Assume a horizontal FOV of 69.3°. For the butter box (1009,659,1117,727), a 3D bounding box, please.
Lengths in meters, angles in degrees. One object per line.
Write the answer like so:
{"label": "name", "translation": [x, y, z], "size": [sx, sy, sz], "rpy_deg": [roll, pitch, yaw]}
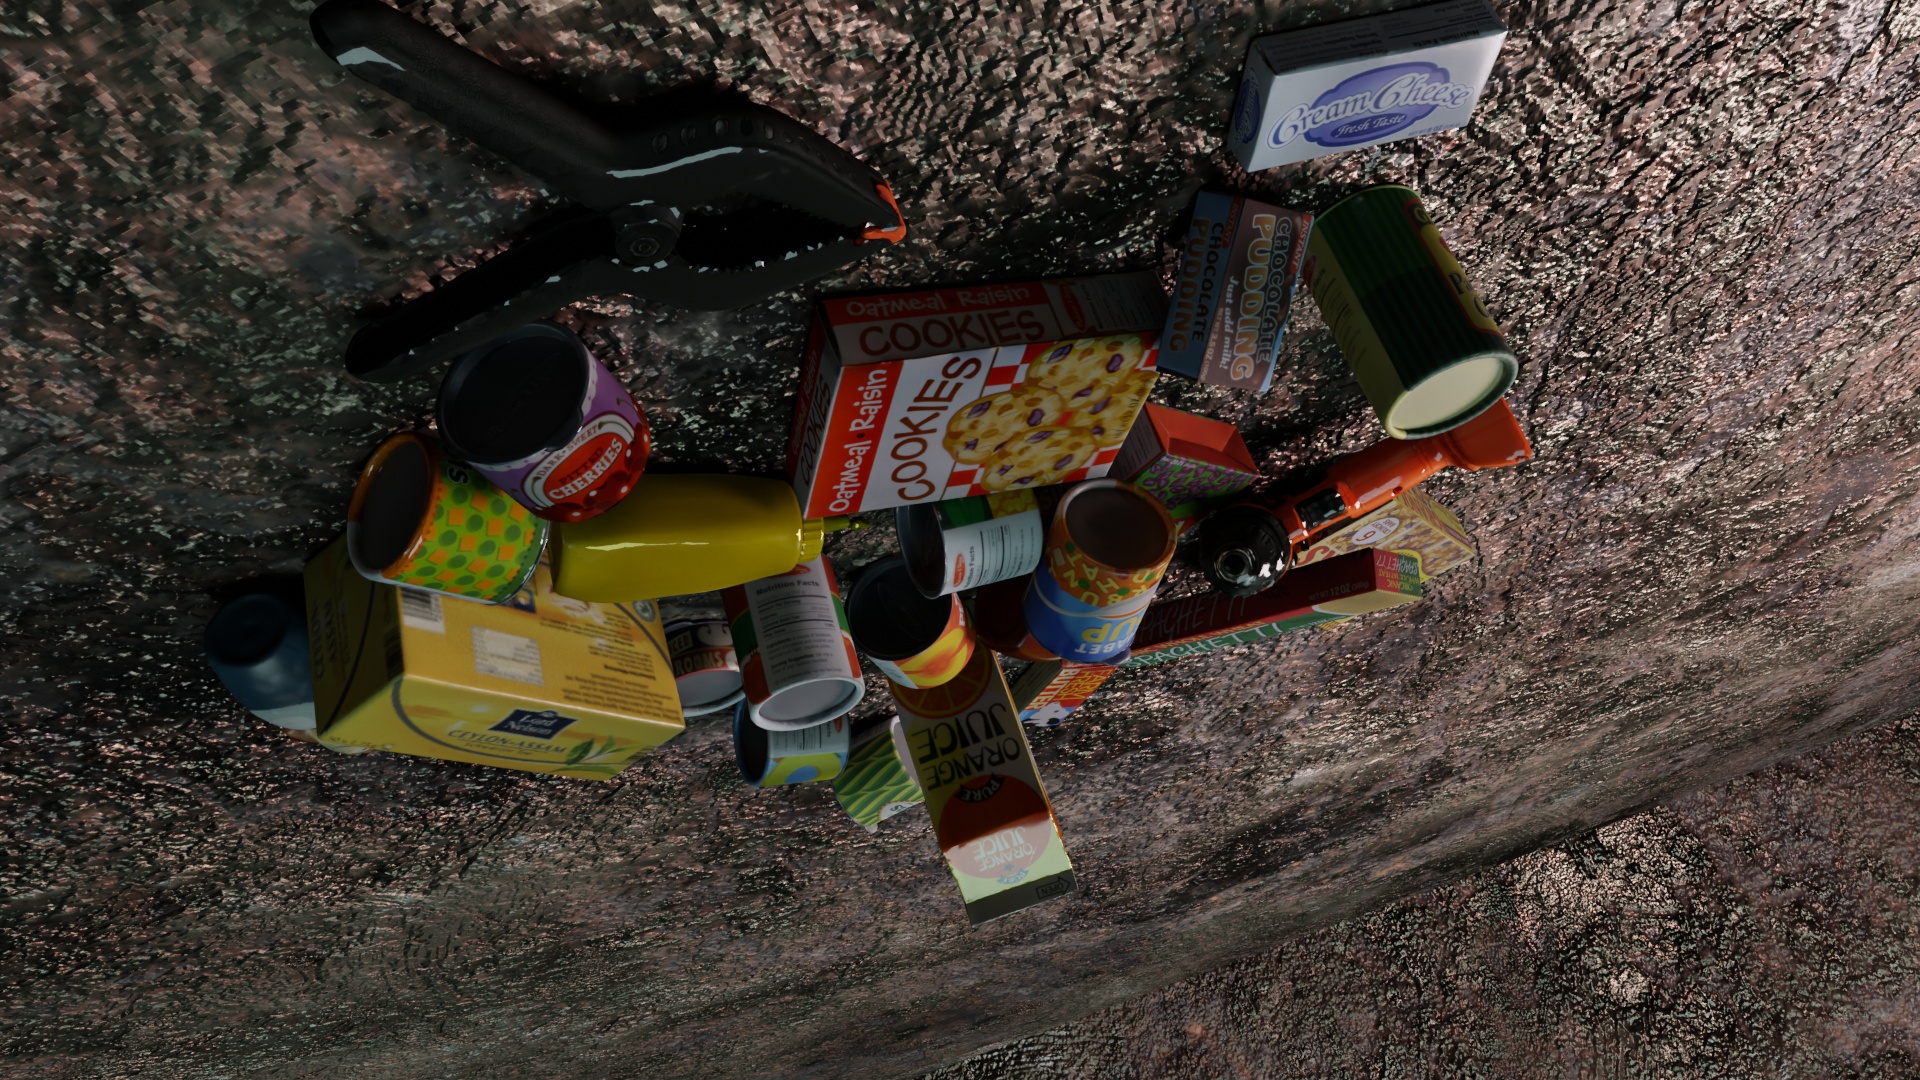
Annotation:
{"label": "butter box", "translation": [0.072, 0.109, 1.044], "size": [0.053, 0.024, 0.103], "rpy_deg": [-1, 147, -30]}

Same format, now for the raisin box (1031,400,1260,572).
{"label": "raisin box", "translation": [0.098, -0.024, 0.805], "size": [0.086, 0.040, 0.123], "rpy_deg": [8, 143, -43]}

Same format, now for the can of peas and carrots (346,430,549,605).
{"label": "can of peas and carrots", "translation": [-0.221, -0.011, 0.602], "size": [0.070, 0.071, 0.059], "rpy_deg": [-34, 148, 27]}

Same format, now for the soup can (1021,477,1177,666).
{"label": "soup can", "translation": [0.076, 0.019, 0.750], "size": [0.071, 0.071, 0.083], "rpy_deg": [-8, 144, -19]}

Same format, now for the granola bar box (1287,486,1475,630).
{"label": "granola bar box", "translation": [0.268, 0.006, 0.965], "size": [0.124, 0.039, 0.165], "rpy_deg": [-33, 150, 26]}

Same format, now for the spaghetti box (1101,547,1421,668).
{"label": "spaghetti box", "translation": [0.182, 0.049, 0.916], "size": [0.050, 0.029, 0.249], "rpy_deg": [11, 159, -38]}

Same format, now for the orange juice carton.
{"label": "orange juice carton", "translation": [0.010, 0.143, 0.886], "size": [0.072, 0.193, 0.072], "rpy_deg": [-20, 153, 1]}

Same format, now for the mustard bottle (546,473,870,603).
{"label": "mustard bottle", "translation": [-0.122, -0.004, 0.693], "size": [0.161, 0.049, 0.065], "rpy_deg": [-5, 149, -27]}

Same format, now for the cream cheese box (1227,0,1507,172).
{"label": "cream cheese box", "translation": [0.164, -0.186, 0.568], "size": [0.104, 0.024, 0.053], "rpy_deg": [-14, 151, -9]}

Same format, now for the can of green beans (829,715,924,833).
{"label": "can of green beans", "translation": [-0.057, 0.171, 1.032], "size": [0.057, 0.071, 0.071], "rpy_deg": [-28, 151, 16]}

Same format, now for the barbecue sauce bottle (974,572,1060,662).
{"label": "barbecue sauce bottle", "translation": [0.058, 0.049, 0.893], "size": [0.043, 0.065, 0.148], "rpy_deg": [9, 173, 26]}

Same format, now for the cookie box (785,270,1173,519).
{"label": "cookie box", "translation": [0.007, -0.069, 0.666], "size": [0.168, 0.040, 0.122], "rpy_deg": [-9, 151, -20]}

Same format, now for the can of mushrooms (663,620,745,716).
{"label": "can of mushrooms", "translation": [-0.158, 0.077, 0.834], "size": [0.071, 0.033, 0.070], "rpy_deg": [-14, 153, -8]}

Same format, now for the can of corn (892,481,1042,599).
{"label": "can of corn", "translation": [0.003, -0.009, 0.743], "size": [0.058, 0.071, 0.070], "rpy_deg": [-13, 152, -22]}

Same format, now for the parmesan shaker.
{"label": "parmesan shaker", "translation": [0.209, -0.106, 0.656], "size": [0.071, 0.103, 0.071], "rpy_deg": [-15, 152, -8]}

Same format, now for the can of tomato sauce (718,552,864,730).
{"label": "can of tomato sauce", "translation": [-0.095, 0.057, 0.783], "size": [0.071, 0.083, 0.071], "rpy_deg": [-15, 151, -8]}

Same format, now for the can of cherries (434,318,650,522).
{"label": "can of cherries", "translation": [-0.167, -0.046, 0.565], "size": [0.071, 0.072, 0.058], "rpy_deg": [-21, 152, 5]}

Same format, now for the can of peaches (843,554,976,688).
{"label": "can of peaches", "translation": [-0.027, 0.048, 0.829], "size": [0.071, 0.071, 0.058], "rpy_deg": [-22, 152, 6]}

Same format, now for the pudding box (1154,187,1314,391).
{"label": "pudding box", "translation": [0.123, -0.111, 0.626], "size": [0.050, 0.030, 0.083], "rpy_deg": [3, 106, -38]}

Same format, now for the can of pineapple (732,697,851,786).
{"label": "can of pineapple", "translation": [-0.113, 0.129, 0.921], "size": [0.058, 0.071, 0.070], "rpy_deg": [0, 147, -31]}
